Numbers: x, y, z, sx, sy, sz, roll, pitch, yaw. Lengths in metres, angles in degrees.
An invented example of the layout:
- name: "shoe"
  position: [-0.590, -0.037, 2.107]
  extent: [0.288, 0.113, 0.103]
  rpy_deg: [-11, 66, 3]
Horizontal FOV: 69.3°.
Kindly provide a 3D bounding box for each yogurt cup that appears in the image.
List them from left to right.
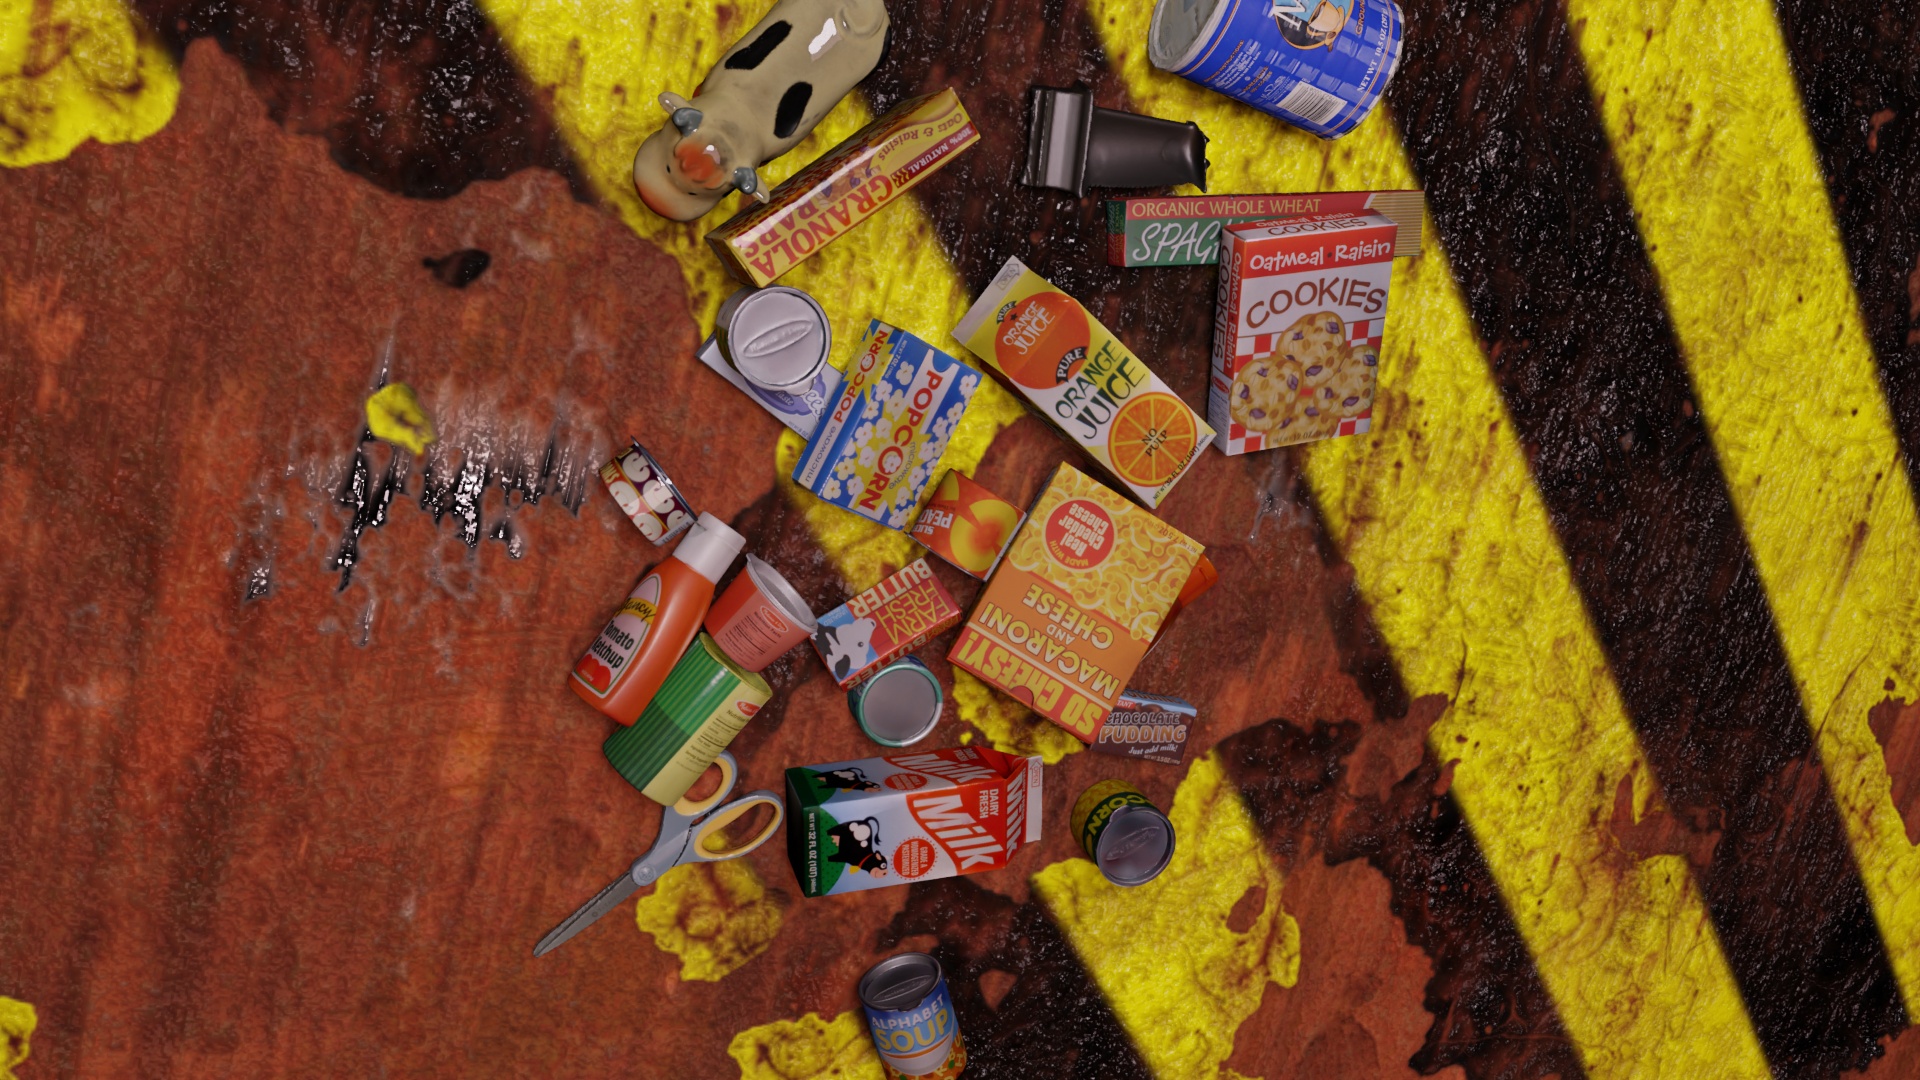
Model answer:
- name: "yogurt cup"
  position: [-0.140, 0.054, 0.960]
  extent: [0.054, 0.072, 0.072]
  rpy_deg: [-43, 112, 5]

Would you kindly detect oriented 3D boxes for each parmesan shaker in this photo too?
- name: "parmesan shaker"
  position: [-0.190, 0.122, 0.956]
  extent: [0.071, 0.071, 0.103]
  rpy_deg: [42, 89, -22]

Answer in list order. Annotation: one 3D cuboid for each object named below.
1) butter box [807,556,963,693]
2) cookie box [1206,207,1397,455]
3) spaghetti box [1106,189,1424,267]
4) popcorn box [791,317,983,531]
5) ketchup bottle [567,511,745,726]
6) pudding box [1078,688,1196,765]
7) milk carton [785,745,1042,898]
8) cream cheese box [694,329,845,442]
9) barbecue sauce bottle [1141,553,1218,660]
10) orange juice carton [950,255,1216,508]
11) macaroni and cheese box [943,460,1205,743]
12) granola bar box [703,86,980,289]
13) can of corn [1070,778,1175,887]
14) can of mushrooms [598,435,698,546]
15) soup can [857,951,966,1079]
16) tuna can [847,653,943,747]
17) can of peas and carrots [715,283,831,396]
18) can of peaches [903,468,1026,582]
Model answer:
- name: "butter box"
  position: [-0.055, 0.060, 0.995]
  extent: [0.104, 0.024, 0.053]
  rpy_deg: [-31, 69, -9]
- name: "cookie box"
  position: [0.250, -0.154, 1.028]
  extent: [0.123, 0.040, 0.166]
  rpy_deg: [-10, 120, -15]
- name: "spaghetti box"
  position: [0.228, -0.231, 1.027]
  extent: [0.250, 0.029, 0.050]
  rpy_deg: [-6, 106, -17]
- name: "popcorn box"
  position: [-0.050, -0.078, 0.954]
  extent: [0.085, 0.038, 0.126]
  rpy_deg: [24, 95, -46]
- name: "ketchup bottle"
  position: [-0.202, 0.050, 0.942]
  extent: [0.149, 0.065, 0.043]
  rpy_deg: [-56, 133, -8]
- name: "pudding box"
  position: [0.138, 0.143, 1.088]
  extent: [0.084, 0.030, 0.049]
  rpy_deg: [13, 98, -20]
- name: "milk carton"
  position: [-0.029, 0.202, 1.025]
  extent: [0.191, 0.073, 0.072]
  rpy_deg: [-4, 104, -17]
- name: "cream cheese box"
  position: [-0.123, -0.114, 0.945]
  extent: [0.103, 0.024, 0.053]
  rpy_deg: [37, 89, -22]
- name: "barbecue sauce bottle"
  position: [0.128, 0.060, 1.058]
  extent: [0.149, 0.044, 0.064]
  rpy_deg: [-37, 106, -7]
- name: "orange juice carton"
  position: [0.083, -0.112, 0.985]
  extent: [0.192, 0.073, 0.072]
  rpy_deg: [39, 90, -21]
- name: "macaroni and cheese box"
  position: [0.082, 0.045, 1.009]
  extent: [0.124, 0.040, 0.166]
  rpy_deg: [31, 83, -2]
- name: "granola bar box"
  position: [-0.078, -0.222, 0.880]
  extent: [0.166, 0.124, 0.039]
  rpy_deg: [-36, 110, -6]
- name: "can of corn"
  position: [0.125, 0.226, 1.089]
  extent: [0.071, 0.058, 0.071]
  rpy_deg: [-4, 105, -17]
- name: "can of mushrooms"
  position: [-0.207, -0.032, 0.915]
  extent: [0.033, 0.071, 0.071]
  rpy_deg: [-37, 111, -5]
- name: "soup can"
  position: [-0.036, 0.372, 1.065]
  extent: [0.071, 0.071, 0.083]
  rpy_deg: [-19, 108, -12]
- name: "tuna can"
  position: [-0.049, 0.115, 1.019]
  extent: [0.071, 0.033, 0.071]
  rpy_deg: [-5, 105, -17]
- name: "can of peas and carrots"
  position: [-0.120, -0.130, 0.896]
  extent: [0.071, 0.059, 0.070]
  rpy_deg: [-4, 104, -18]
- name: "can of peaches"
  position: [0.004, -0.012, 0.987]
  extent: [0.071, 0.071, 0.058]
  rpy_deg: [31, 92, -22]
